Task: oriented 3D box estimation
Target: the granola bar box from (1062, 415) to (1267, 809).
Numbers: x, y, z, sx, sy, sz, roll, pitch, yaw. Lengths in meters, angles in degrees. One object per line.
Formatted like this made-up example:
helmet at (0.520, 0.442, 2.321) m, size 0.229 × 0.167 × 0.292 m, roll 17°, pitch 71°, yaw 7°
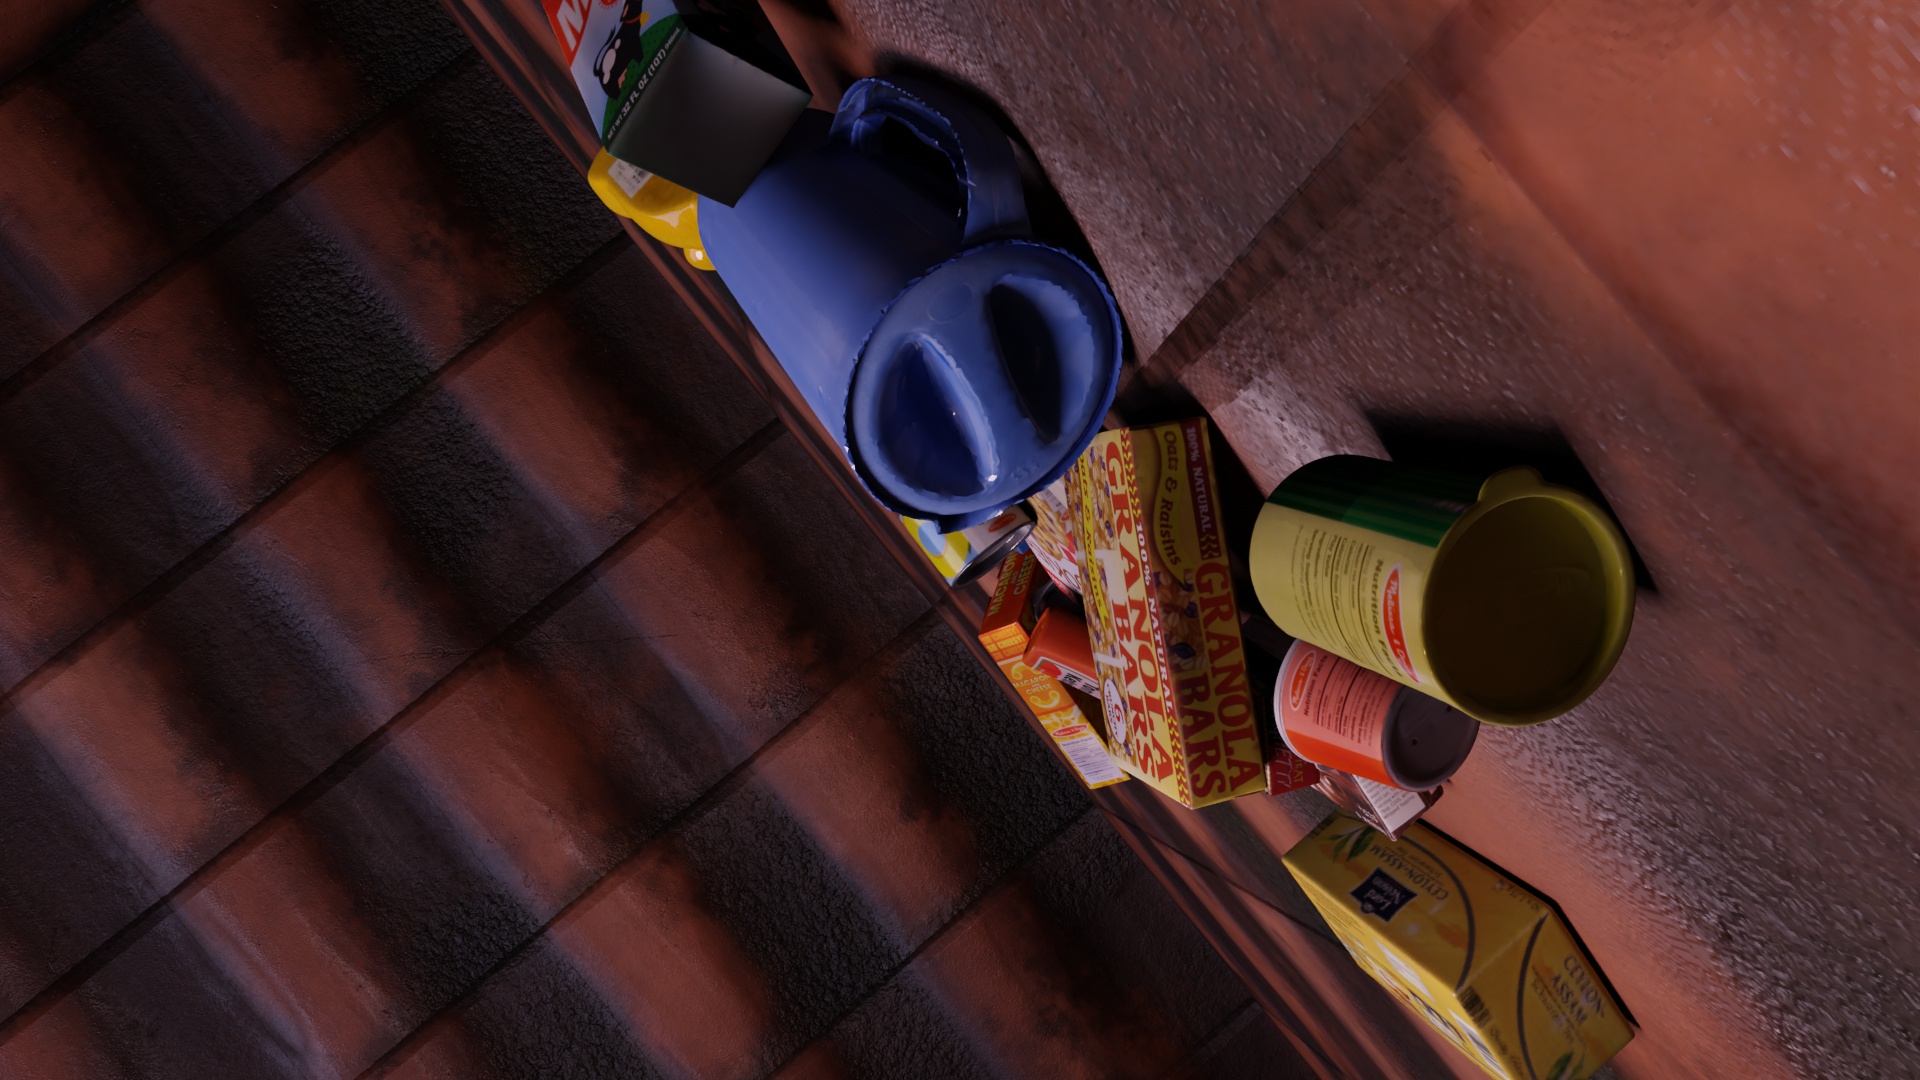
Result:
granola bar box at (0.091, 0.029, 0.648) m, size 0.124 × 0.039 × 0.165 m, roll 179°, pitch 81°, yaw -80°

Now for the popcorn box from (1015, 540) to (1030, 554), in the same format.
popcorn box at (0.017, -0.046, 1.080) m, size 0.085 × 0.038 × 0.127 m, roll 55°, pitch 173°, yaw -22°

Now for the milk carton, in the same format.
milk carton at (-0.149, -0.256, 0.683) m, size 0.073 × 0.072 × 0.191 m, roll 15°, pitch -144°, yaw -44°

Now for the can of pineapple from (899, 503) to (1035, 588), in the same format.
can of pineapple at (0.003, -0.011, 0.874) m, size 0.058 × 0.071 × 0.071 m, roll 52°, pitch 174°, yaw 11°

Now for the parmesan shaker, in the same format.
parmesan shaker at (0.139, 0.007, 0.417) m, size 0.071 × 0.071 × 0.103 m, roll 53°, pitch 174°, yaw -15°

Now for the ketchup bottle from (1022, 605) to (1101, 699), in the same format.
ketchup bottle at (0.117, 0.093, 0.927) m, size 0.149 × 0.043 × 0.064 m, roll 25°, pitch 168°, yaw 0°

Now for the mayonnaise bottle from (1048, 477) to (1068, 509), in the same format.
mayonnaise bottle at (0.071, -0.034, 0.762) m, size 0.148 × 0.041 × 0.064 m, roll 48°, pitch 180°, yaw 18°

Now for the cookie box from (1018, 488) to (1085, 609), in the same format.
cookie box at (0.064, -0.017, 0.902) m, size 0.167 × 0.040 × 0.123 m, roll 54°, pitch 173°, yaw -29°

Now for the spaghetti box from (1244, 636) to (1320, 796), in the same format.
spaghetti box at (0.117, 0.061, 0.729) m, size 0.250 × 0.029 × 0.050 m, roll -136°, pitch 38°, yaw -71°

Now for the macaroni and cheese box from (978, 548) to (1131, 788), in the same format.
macaroni and cheese box at (0.083, 0.089, 1.067) m, size 0.166 × 0.040 × 0.124 m, roll 54°, pitch -147°, yaw -24°

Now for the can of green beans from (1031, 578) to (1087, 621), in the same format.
can of green beans at (0.095, 0.057, 0.994) m, size 0.057 × 0.071 × 0.071 m, roll 55°, pitch 172°, yaw -33°

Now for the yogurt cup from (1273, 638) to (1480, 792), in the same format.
yogurt cup at (0.167, 0.065, 0.550) m, size 0.072 × 0.072 × 0.054 m, roll 54°, pitch 164°, yaw -28°
